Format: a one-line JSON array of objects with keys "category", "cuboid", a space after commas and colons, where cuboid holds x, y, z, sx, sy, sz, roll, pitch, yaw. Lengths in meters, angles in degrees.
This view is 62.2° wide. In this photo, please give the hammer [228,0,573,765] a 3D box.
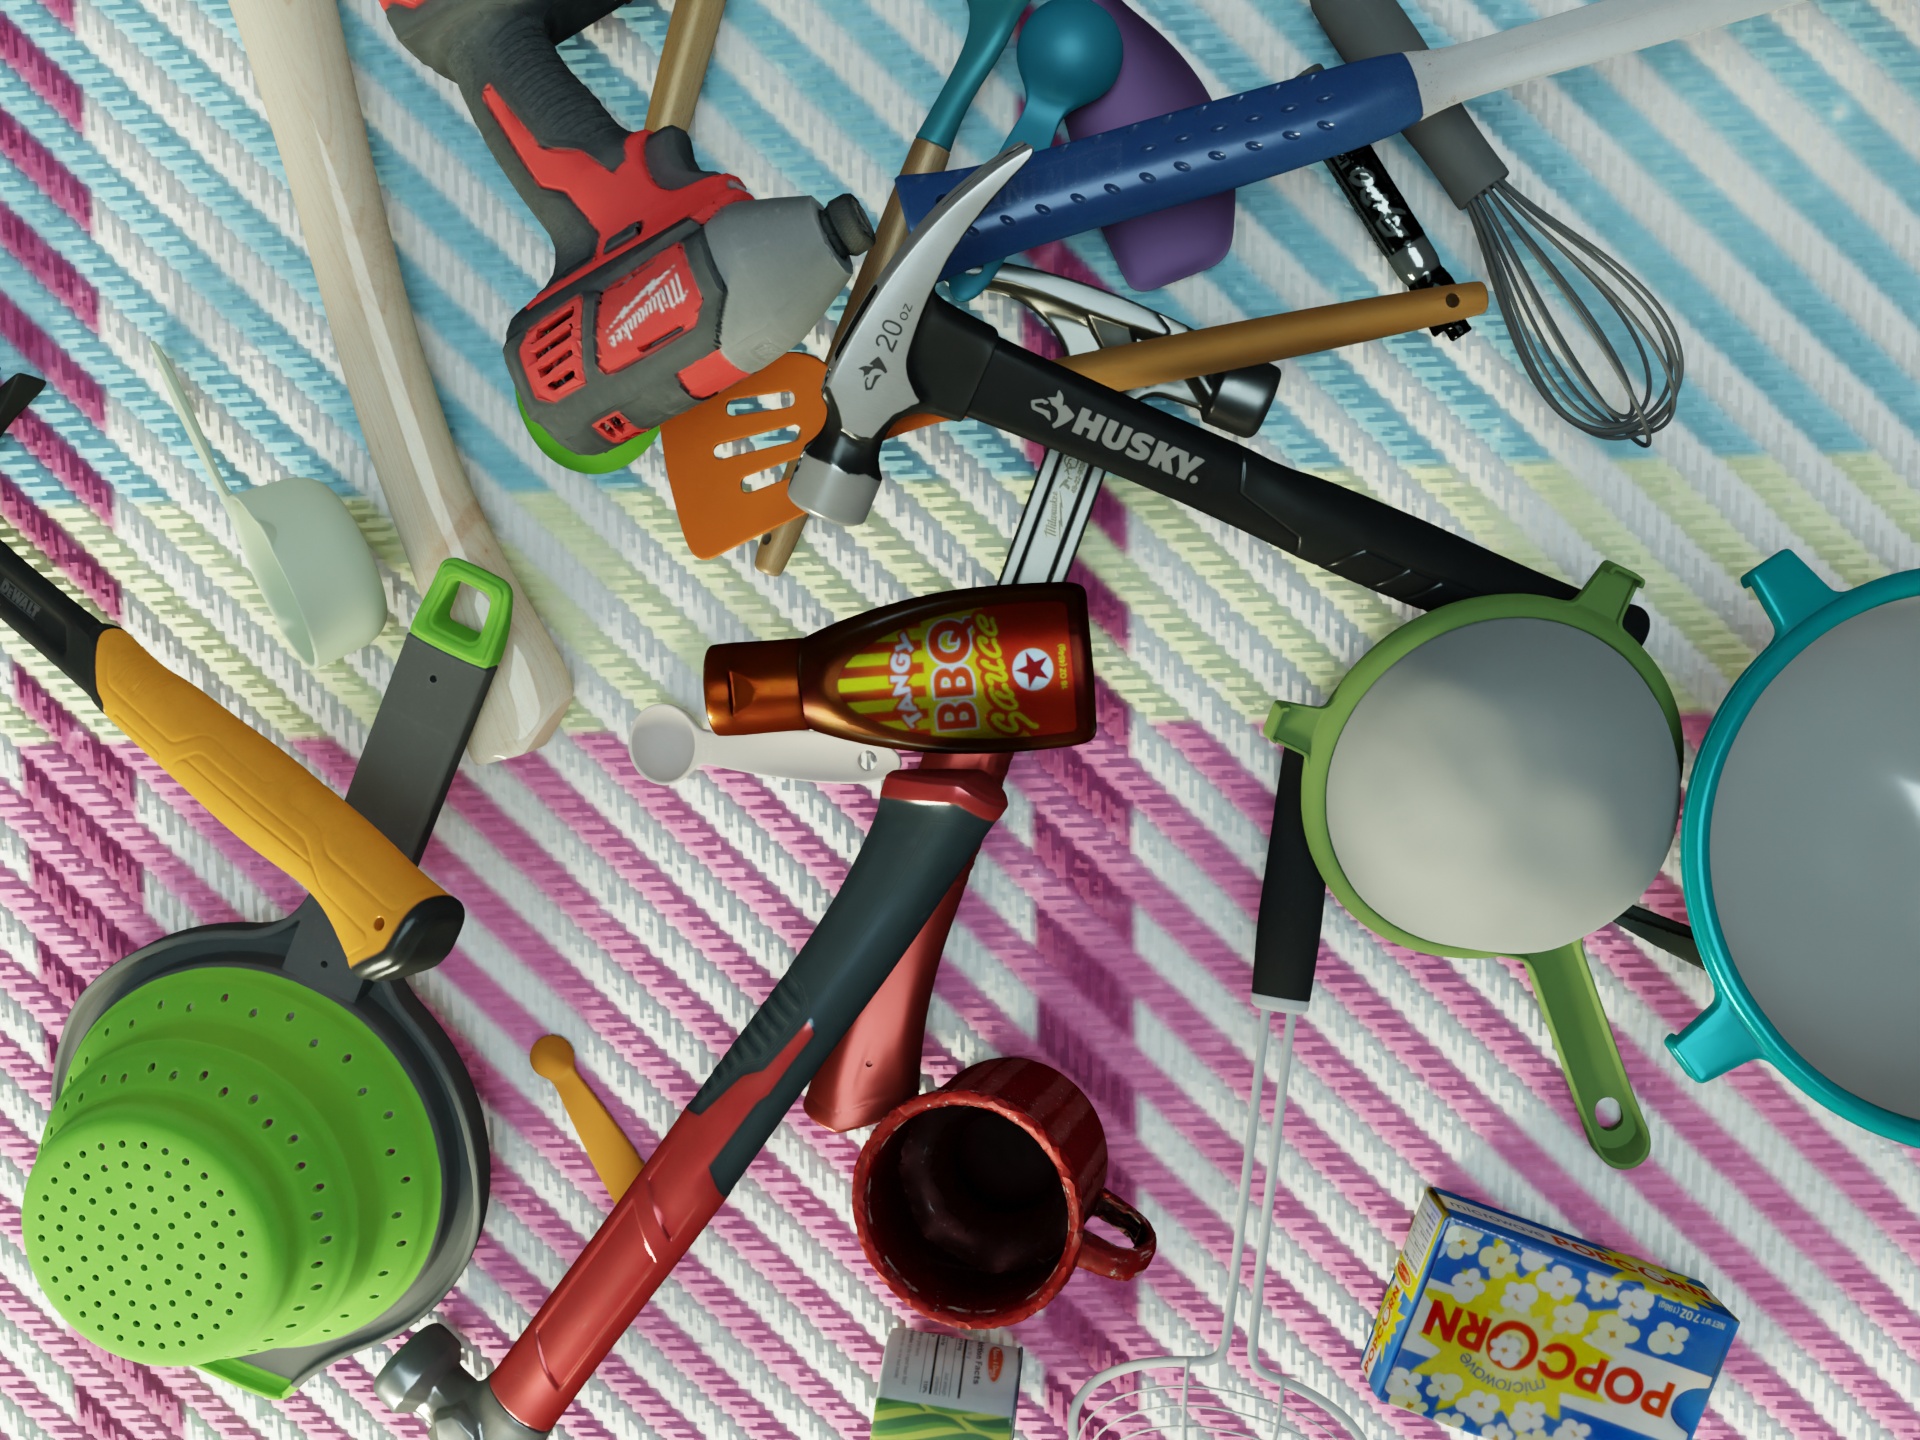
[{"category": "hammer", "cuboid": [-0.255, -0.179, 0.656, 0.146, 0.038, 0.410, -15, 95, 7]}]

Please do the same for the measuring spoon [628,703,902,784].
[{"category": "measuring spoon", "cuboid": [-0.080, 0.013, 0.658, 0.124, 0.018, 0.034, 4, 94, 19]}]

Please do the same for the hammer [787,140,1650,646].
[{"category": "hammer", "cuboid": [0.115, -0.089, 0.597, 0.334, 0.035, 0.146, 20, 110, -14]}]

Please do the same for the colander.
[{"category": "colander", "cuboid": [-0.275, 0.122, 0.639, 0.204, 0.094, 0.397, 25, 103, 2]}]

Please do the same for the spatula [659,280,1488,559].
[{"category": "spatula", "cuboid": [0.041, -0.131, 0.614, 0.322, 0.041, 0.081, -11, 93, 0]}]

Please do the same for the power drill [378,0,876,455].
[{"category": "power drill", "cuboid": [-0.126, -0.224, 0.594, 0.143, 0.078, 0.220, -24, 83, 16]}]

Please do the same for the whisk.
[{"category": "whisk", "cuboid": [0.201, -0.206, 0.616, 0.055, 0.055, 0.239, -35, 88, 7]}]

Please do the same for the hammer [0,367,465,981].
[{"category": "hammer", "cuboid": [-0.313, -0.014, 0.622, 0.337, 0.034, 0.127, 34, 97, 21]}]

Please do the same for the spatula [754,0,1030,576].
[{"category": "spatula", "cuboid": [-0.030, -0.208, 0.632, 0.082, 0.044, 0.317, 32, 104, 43]}]

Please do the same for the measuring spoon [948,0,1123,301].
[{"category": "measuring spoon", "cuboid": [0.025, -0.222, 0.613, 0.042, 0.021, 0.128, 24, 88, 2]}]

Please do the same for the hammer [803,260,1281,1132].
[{"category": "hammer", "cuboid": [-0.001, -0.002, 0.656, 0.149, 0.037, 0.359, 20, 96, 2]}]

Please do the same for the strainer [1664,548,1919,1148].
[{"category": "strainer", "cuboid": [0.428, 0.063, 0.600, 0.340, 0.095, 0.211, 11, 87, 2]}]

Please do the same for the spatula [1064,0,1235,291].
[{"category": "spatula", "cuboid": [0.037, -0.327, 0.629, 0.060, 0.018, 0.316, -21, 95, 6]}]

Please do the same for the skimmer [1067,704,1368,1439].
[{"category": "skimmer", "cuboid": [0.125, 0.177, 0.669, 0.127, 0.090, 0.363, 7, 86, 10]}]

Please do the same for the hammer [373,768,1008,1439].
[{"category": "hammer", "cuboid": [-0.091, 0.184, 0.649, 0.143, 0.038, 0.386, 38, 103, 10]}]

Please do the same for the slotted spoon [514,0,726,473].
[{"category": "slotted spoon", "cuboid": [-0.118, -0.253, 0.644, 0.070, 0.031, 0.314, 18, 95, 6]}]

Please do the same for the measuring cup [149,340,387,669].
[{"category": "measuring cup", "cuboid": [-0.288, -0.099, 0.661, 0.038, 0.083, 0.168, -26, 73, -27]}]

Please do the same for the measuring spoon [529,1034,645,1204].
[{"category": "measuring spoon", "cuboid": [-0.155, 0.190, 0.698, 0.021, 0.011, 0.117, -30, 93, 6]}]

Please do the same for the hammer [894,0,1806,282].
[{"category": "hammer", "cuboid": [0.177, -0.230, 0.582, 0.405, 0.035, 0.144, -16, 84, 3]}]

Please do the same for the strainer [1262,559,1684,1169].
[{"category": "strainer", "cuboid": [0.230, 0.079, 0.609, 0.151, 0.069, 0.256, -23, 106, 4]}]
